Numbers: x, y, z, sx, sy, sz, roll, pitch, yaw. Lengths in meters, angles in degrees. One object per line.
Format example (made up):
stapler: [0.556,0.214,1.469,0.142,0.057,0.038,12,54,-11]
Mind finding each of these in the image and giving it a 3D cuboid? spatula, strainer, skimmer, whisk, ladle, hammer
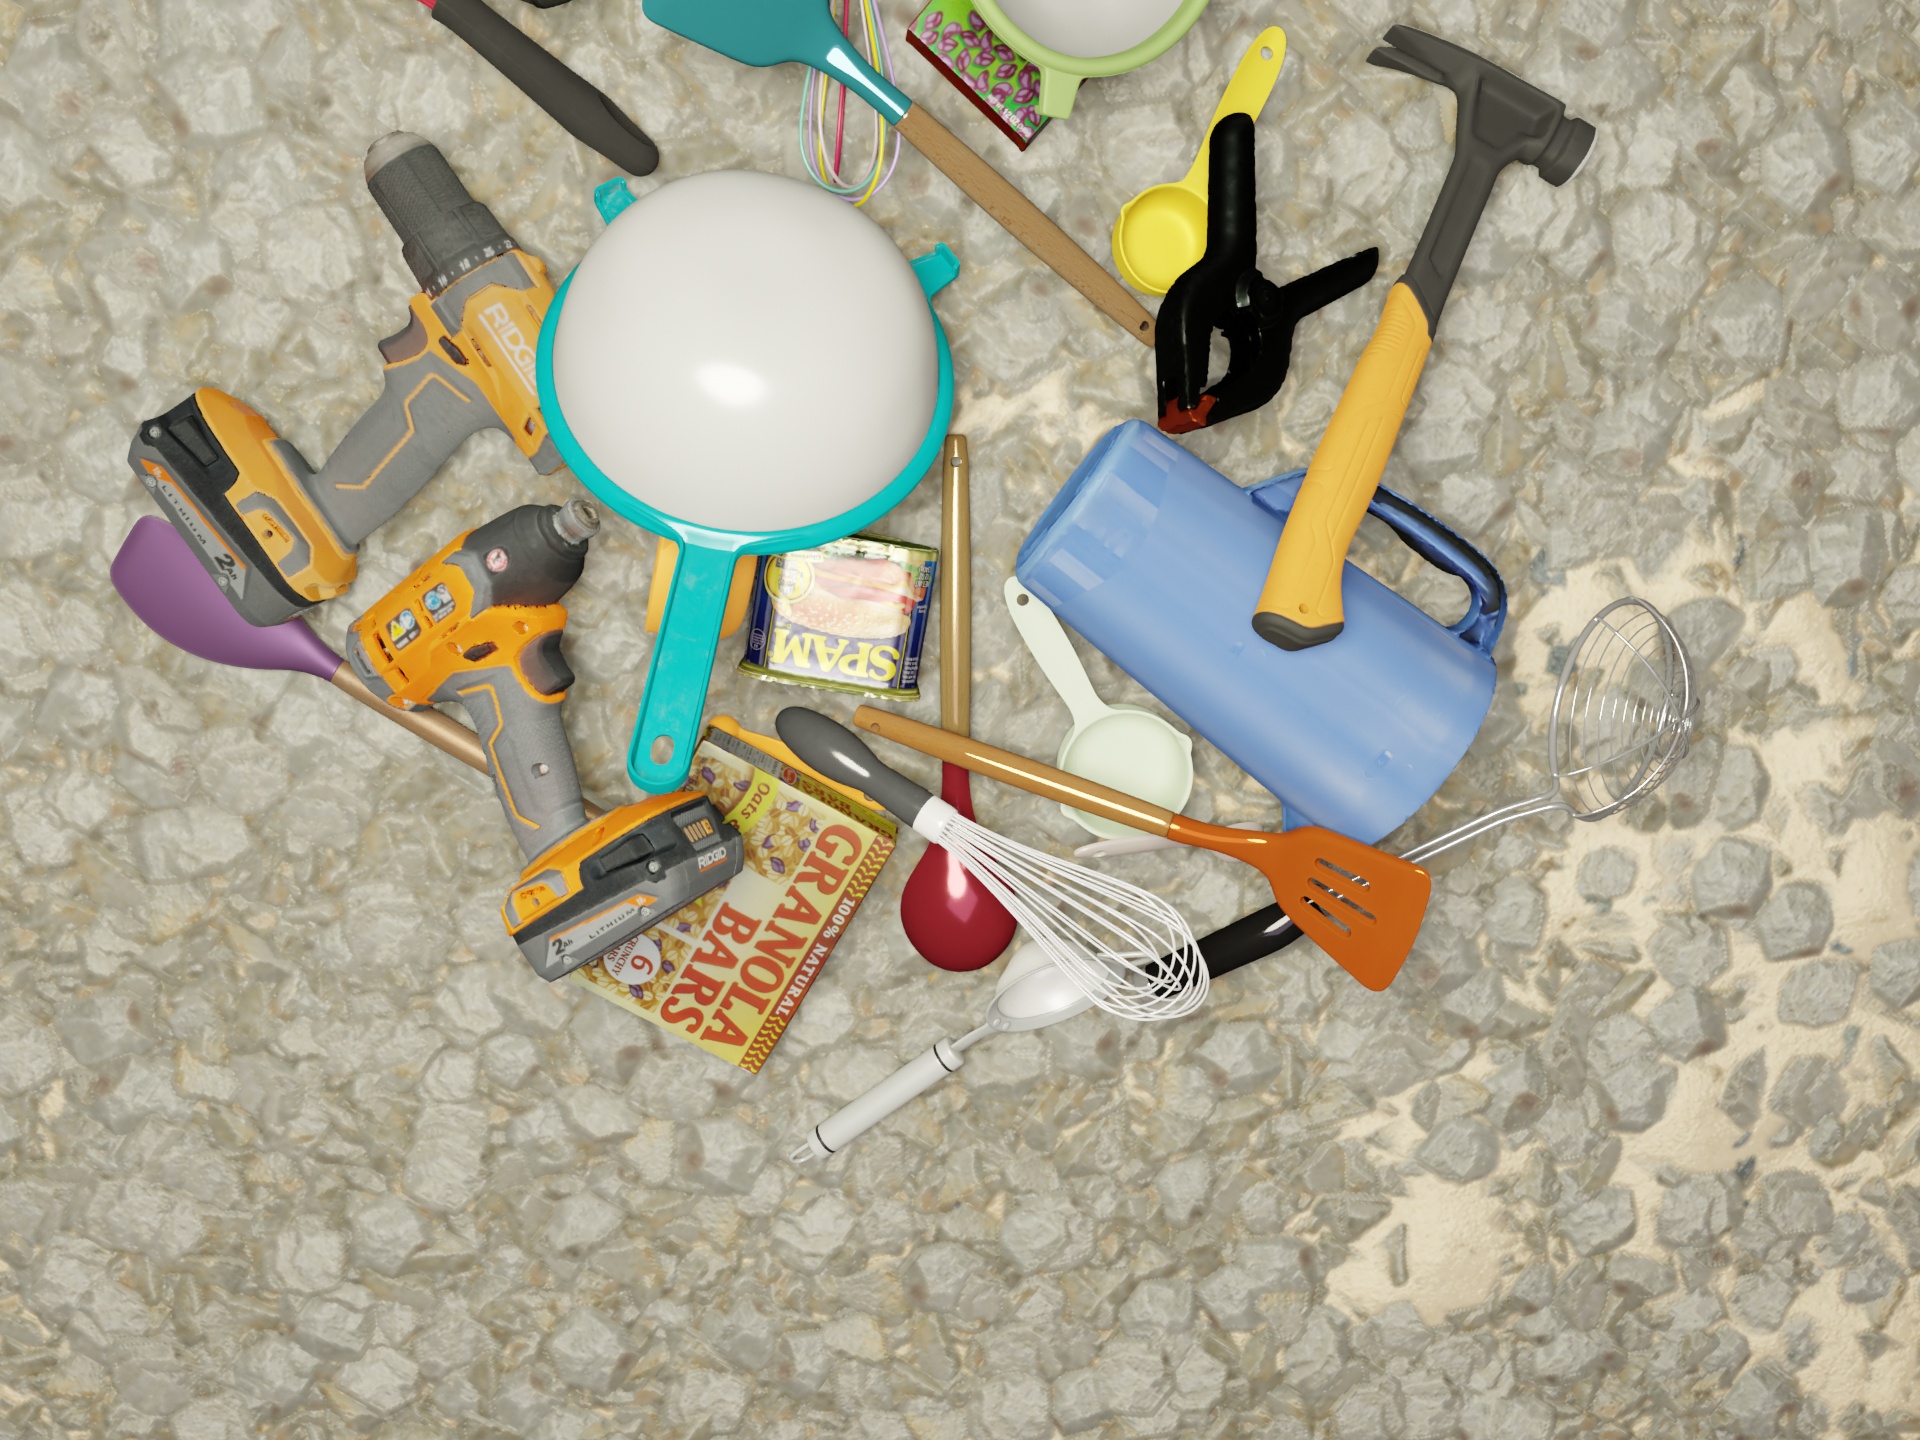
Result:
spatula: [0.089,0.052,0.860,0.322,0.041,0.081,19,120,10]
strainer: [-0.110,-0.136,0.745,0.211,0.095,0.341,10,65,-5]
spatula: [-0.327,-0.012,0.891,0.316,0.018,0.060,31,95,-7]
skimmer: [0.257,0.057,0.923,0.363,0.090,0.127,-29,129,15]
strainer: [0.020,-0.419,0.729,0.151,0.069,0.256,-44,119,-5]
whisk: [-0.274,-0.375,0.797,0.295,0.073,0.073,37,98,-15]
whisk: [0.013,0.072,0.873,0.285,0.070,0.070,33,100,14]
whisk: [-0.061,-0.388,0.813,0.051,0.047,0.245,-3,98,-14]
ladle: [-0.001,-0.003,0.905,0.069,0.031,0.315,0,101,1]
spatula: [-0.009,-0.284,0.797,0.317,0.044,0.082,34,104,-25]
hammer: [0.215,-0.191,0.807,0.127,0.034,0.337,26,77,-7]
strainer: [-0.002,0.191,0.939,0.258,0.050,0.086,-36,145,11]

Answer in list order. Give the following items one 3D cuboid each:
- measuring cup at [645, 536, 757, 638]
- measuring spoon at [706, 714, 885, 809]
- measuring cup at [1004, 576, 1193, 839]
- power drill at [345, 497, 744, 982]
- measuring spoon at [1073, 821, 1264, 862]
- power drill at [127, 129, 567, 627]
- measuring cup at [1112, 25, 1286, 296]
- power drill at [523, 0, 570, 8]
measuring cup: [-0.129,-0.127,0.854,0.052,0.095,0.174,12,83,-12]
measuring spoon: [-0.091,0.026,0.913,0.117,0.011,0.021,23,100,-7]
measuring cup: [0.069,-0.010,0.901,0.083,0.038,0.167,-30,100,4]
power drill: [-0.209,0.003,0.830,0.164,0.084,0.226,-32,86,25]
measuring spoon: [0.120,0.075,0.903,0.124,0.034,0.018,-3,63,-25]
power drill: [-0.311,-0.176,0.828,0.226,0.084,0.185,-32,101,0]
measuring cup: [0.131,-0.299,0.852,0.062,0.029,0.156,28,88,-12]
power drill: [-0.128,-0.445,0.762,0.223,0.080,0.171,-12,93,5]
